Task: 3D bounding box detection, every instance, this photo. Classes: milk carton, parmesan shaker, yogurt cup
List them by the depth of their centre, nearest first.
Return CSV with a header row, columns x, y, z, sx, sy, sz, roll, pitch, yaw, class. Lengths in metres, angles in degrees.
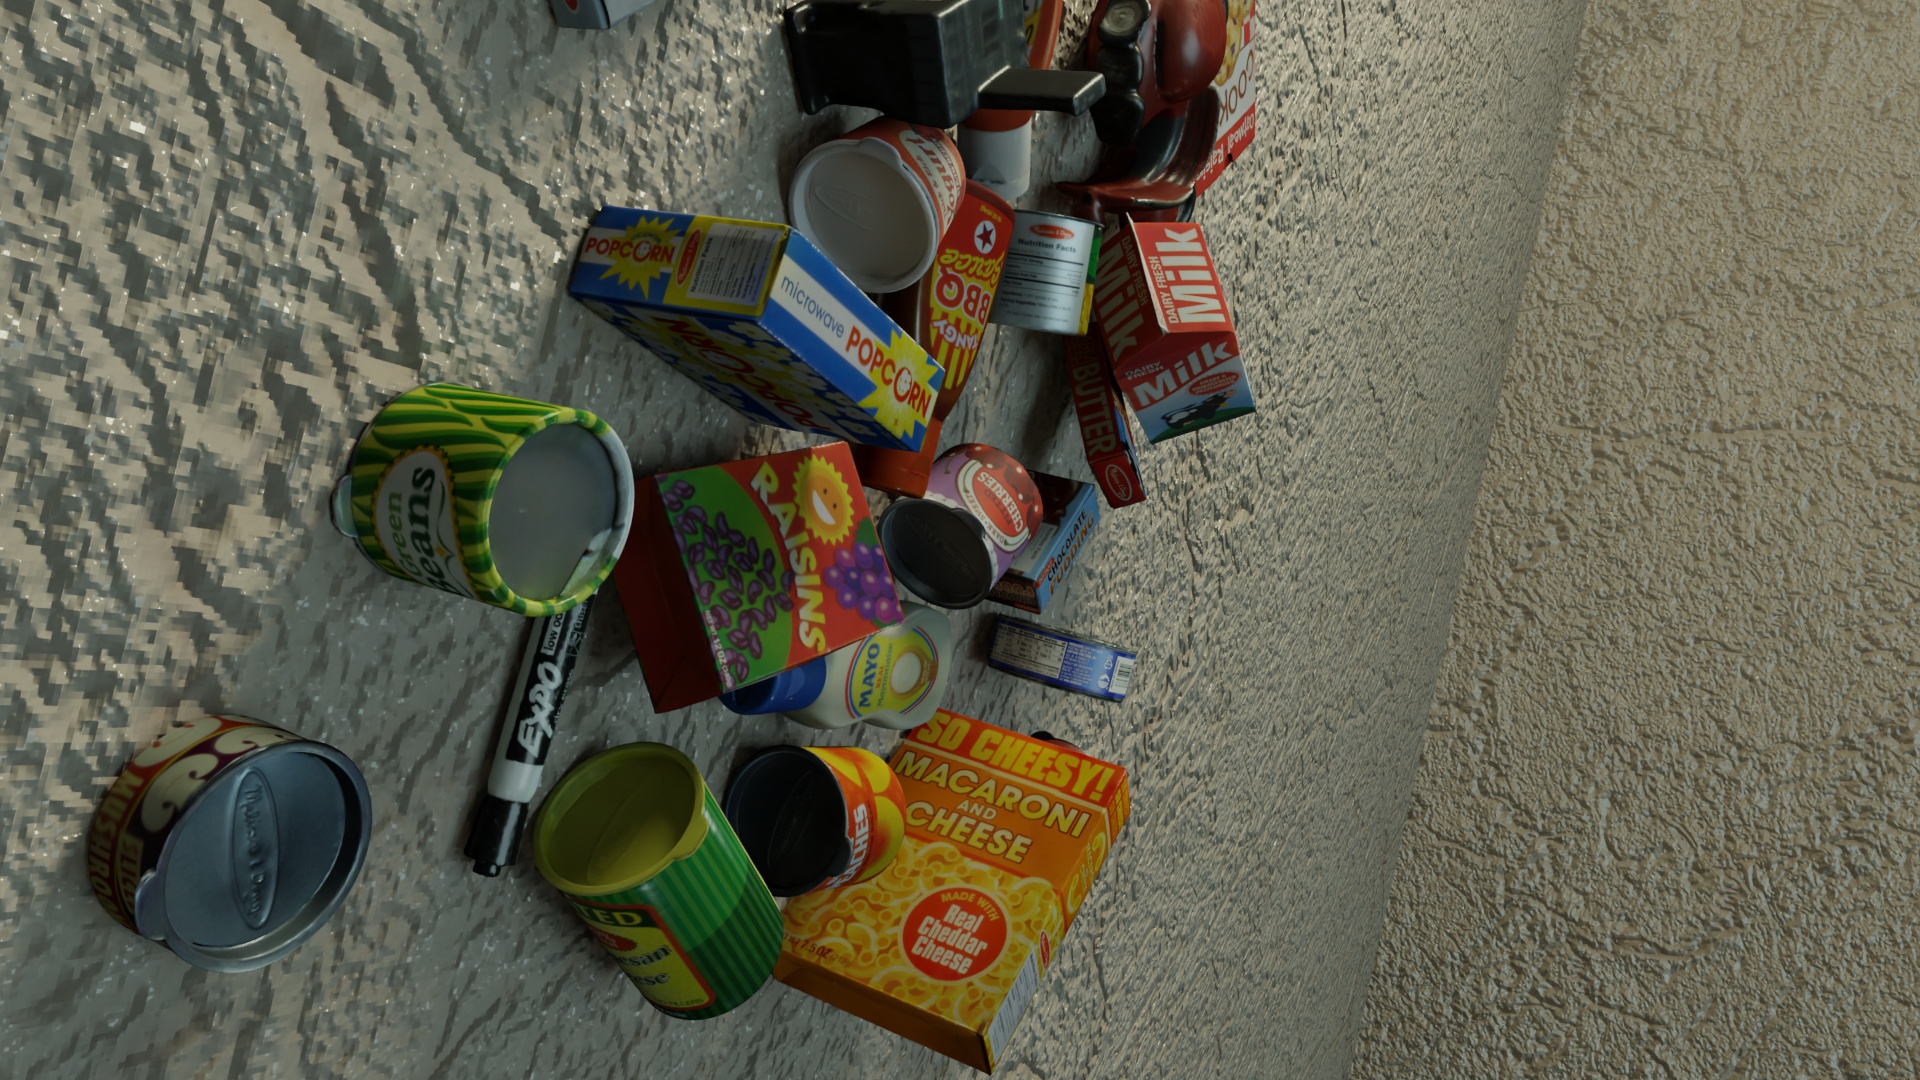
x,y,z,sx,sy,sz,roll,pitch,yaw,class
-0.113,0.137,0.546,0.072,0.071,0.102,-57,146,-34,parmesan shaker
-0.032,-0.147,0.592,0.054,0.072,0.072,-58,148,-47,yogurt cup
0.124,-0.124,0.825,0.190,0.073,0.072,39,35,-69,milk carton

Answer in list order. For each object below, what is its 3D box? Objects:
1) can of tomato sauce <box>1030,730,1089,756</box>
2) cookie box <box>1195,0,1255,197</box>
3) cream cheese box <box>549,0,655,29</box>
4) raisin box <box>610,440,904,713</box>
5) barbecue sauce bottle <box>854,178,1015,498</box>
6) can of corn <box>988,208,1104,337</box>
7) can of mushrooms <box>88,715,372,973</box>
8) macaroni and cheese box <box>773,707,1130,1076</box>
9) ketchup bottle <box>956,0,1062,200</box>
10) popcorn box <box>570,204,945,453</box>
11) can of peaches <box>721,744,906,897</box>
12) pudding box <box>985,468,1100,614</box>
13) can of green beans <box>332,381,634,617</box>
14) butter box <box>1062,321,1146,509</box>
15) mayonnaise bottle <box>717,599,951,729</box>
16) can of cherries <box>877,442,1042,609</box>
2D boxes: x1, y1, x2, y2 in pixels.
x,y,z,sx,sy,sz,roll,pitch,yaw,class
0.043,0.168,0.856,0.083,0.071,0.071,-34,130,-52,can of tomato sauce
0.151,-0.316,0.887,0.123,0.040,0.166,-48,140,-44,cookie box
-0.103,-0.218,0.471,0.104,0.024,0.053,-52,143,-40,cream cheese box
-0.081,0.011,0.557,0.124,0.040,0.086,-18,89,-58,raisin box
-0.017,-0.095,0.660,0.065,0.043,0.148,18,85,-53,barbecue sauce bottle
0.037,-0.139,0.723,0.071,0.071,0.058,-8,108,-61,can of corn
-0.207,0.085,0.392,0.071,0.033,0.070,-35,131,-52,can of mushrooms
-0.002,0.170,0.710,0.167,0.124,0.040,-52,146,-39,macaroni and cheese box
0.016,-0.234,0.651,0.044,0.065,0.148,-75,168,-48,ketchup bottle
-0.072,-0.077,0.522,0.126,0.085,0.038,36,69,-60,popcorn box
-0.064,0.128,0.635,0.058,0.071,0.071,18,85,-63,can of peaches
0.041,-0.001,0.801,0.084,0.050,0.030,-56,147,-35,pudding box
-0.146,-0.013,0.438,0.071,0.058,0.071,-33,129,-53,can of green beans
0.085,-0.075,0.830,0.053,0.024,0.104,55,22,-54,butter box
-0.057,0.060,0.652,0.148,0.041,0.064,5,95,-62,mayonnaise bottle
0.003,-0.009,0.703,0.059,0.071,0.071,-47,140,-44,can of cherries
